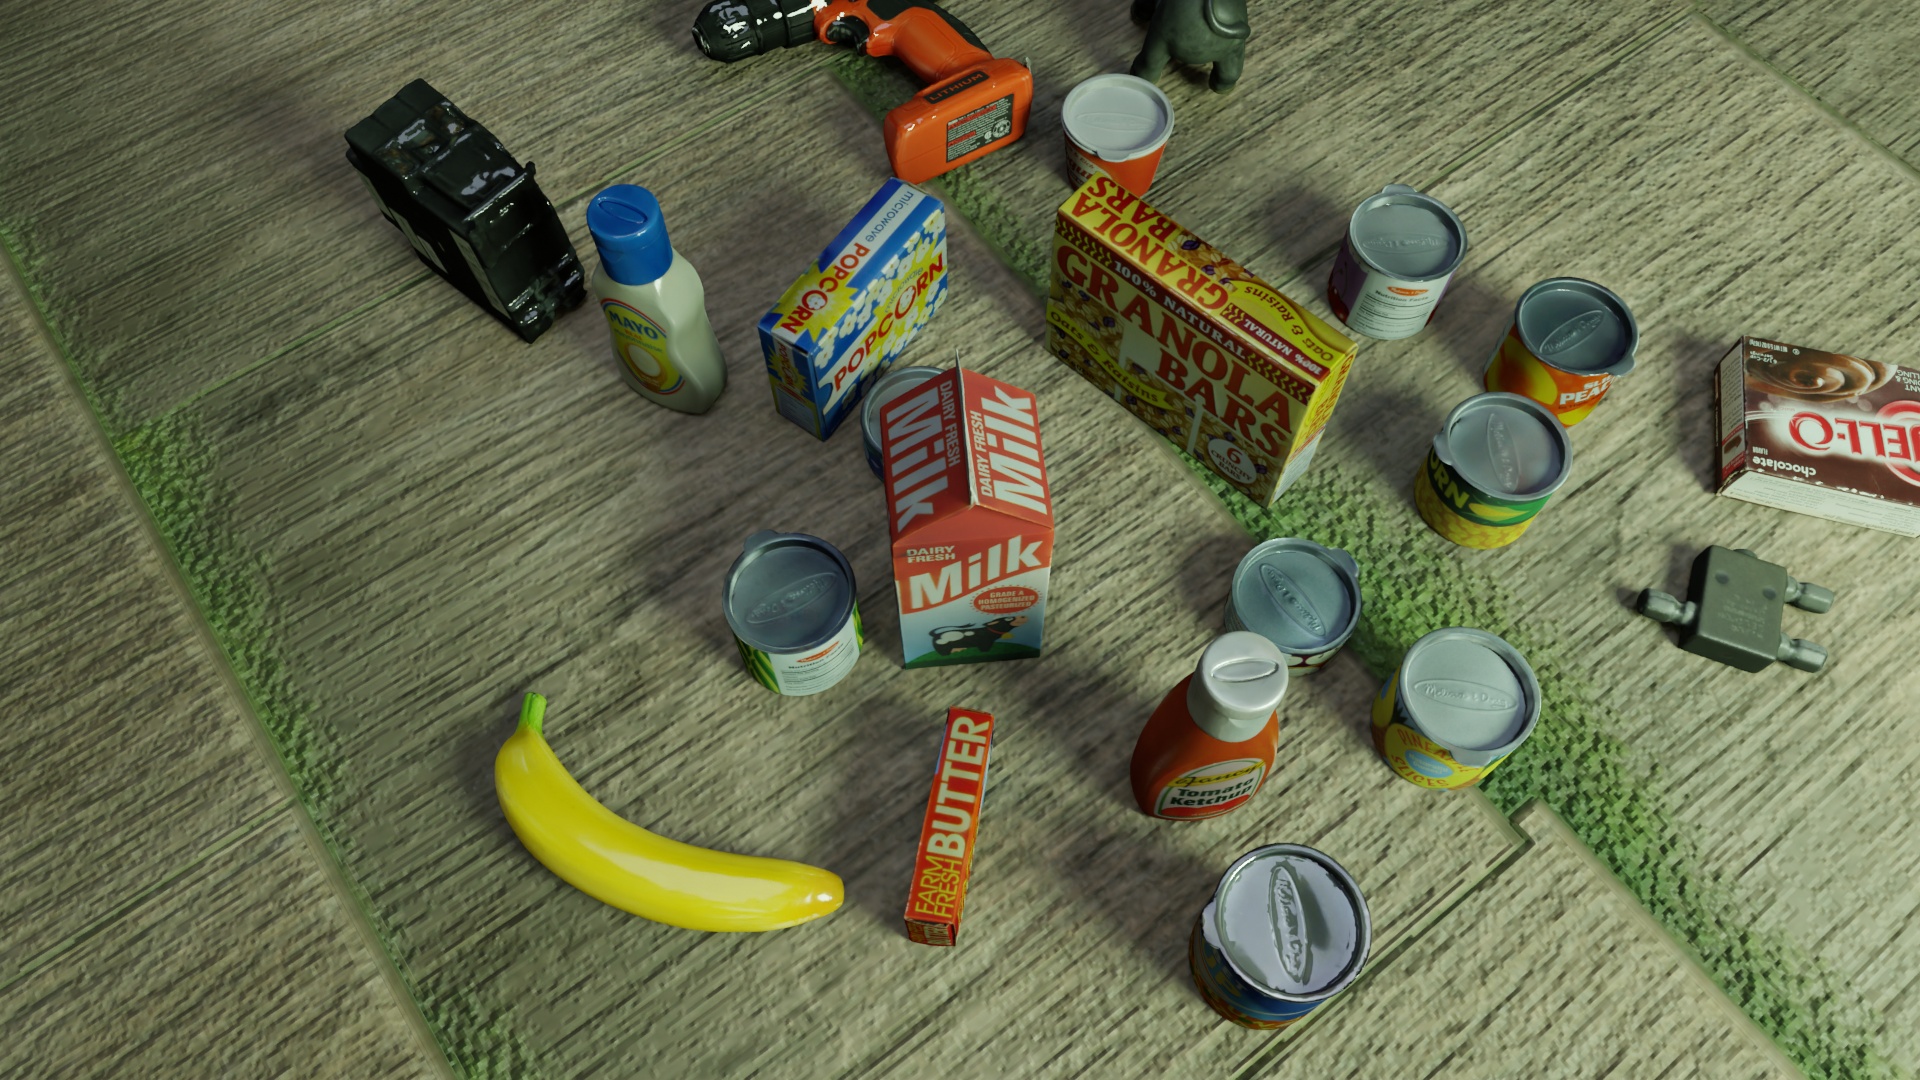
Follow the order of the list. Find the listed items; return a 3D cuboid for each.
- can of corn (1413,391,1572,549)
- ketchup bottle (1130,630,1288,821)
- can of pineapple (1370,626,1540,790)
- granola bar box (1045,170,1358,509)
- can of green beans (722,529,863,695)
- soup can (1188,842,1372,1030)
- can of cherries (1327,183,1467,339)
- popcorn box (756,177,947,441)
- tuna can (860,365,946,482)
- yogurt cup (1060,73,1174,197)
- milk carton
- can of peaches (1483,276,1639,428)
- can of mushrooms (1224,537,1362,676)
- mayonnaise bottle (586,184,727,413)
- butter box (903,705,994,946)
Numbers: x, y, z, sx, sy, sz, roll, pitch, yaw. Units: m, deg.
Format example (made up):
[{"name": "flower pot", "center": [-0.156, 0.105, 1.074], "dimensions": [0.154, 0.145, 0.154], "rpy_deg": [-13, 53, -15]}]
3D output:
[{"name": "can of corn", "center": [0.280, -0.036, 0.743], "dimensions": [0.071, 0.058, 0.071], "rpy_deg": [0, 62, 0]}, {"name": "ketchup bottle", "center": [0.115, 0.086, 0.628], "dimensions": [0.065, 0.148, 0.044], "rpy_deg": [-8, 63, -4]}, {"name": "can of pineapple", "center": [0.239, 0.085, 0.679], "dimensions": [0.071, 0.057, 0.071], "rpy_deg": [0, 62, 0]}, {"name": "granola bar box", "center": [0.120, -0.104, 0.742], "dimensions": [0.166, 0.123, 0.039], "rpy_deg": [39, 69, 19]}, {"name": "can of green beans", "center": [-0.084, 0.038, 0.704], "dimensions": [0.071, 0.057, 0.071], "rpy_deg": [0, 62, 0]}, {"name": "soup can", "center": [0.136, 0.177, 0.616], "dimensions": [0.071, 0.083, 0.071], "rpy_deg": [0, 62, 0]}, {"name": "can of cherries", "center": [0.253, -0.162, 0.810], "dimensions": [0.071, 0.058, 0.072], "rpy_deg": [0, 62, 0]}, {"name": "popcorn box", "center": [-0.057, -0.130, 0.778], "dimensions": [0.038, 0.085, 0.127], "rpy_deg": [31, 66, 15]}, {"name": "tuna can", "center": [-0.020, -0.060, 0.770], "dimensions": [0.071, 0.032, 0.071], "rpy_deg": [0, 62, 0]}, {"name": "yogurt cup", "center": [0.095, -0.245, 0.857], "dimensions": [0.072, 0.053, 0.073], "rpy_deg": [0, 62, 0]}, {"name": "milk carton", "center": [0.002, -0.008, 0.654], "dimensions": [0.073, 0.189, 0.072], "rpy_deg": [-5, 63, -3]}, {"name": "can of peaches", "center": [0.336, -0.102, 0.778], "dimensions": [0.071, 0.057, 0.071], "rpy_deg": [0, 62, 0]}, {"name": "can of mushrooms", "center": [0.173, 0.034, 0.720], "dimensions": [0.071, 0.033, 0.071], "rpy_deg": [0, 62, 0]}, {"name": "mayonnaise bottle", "center": [-0.165, -0.127, 0.742], "dimensions": [0.065, 0.147, 0.041], "rpy_deg": [24, 65, 12]}, {"name": "butter box", "center": [-0.004, 0.135, 0.655], "dimensions": [0.024, 0.053, 0.104], "rpy_deg": [10, 63, 5]}]
